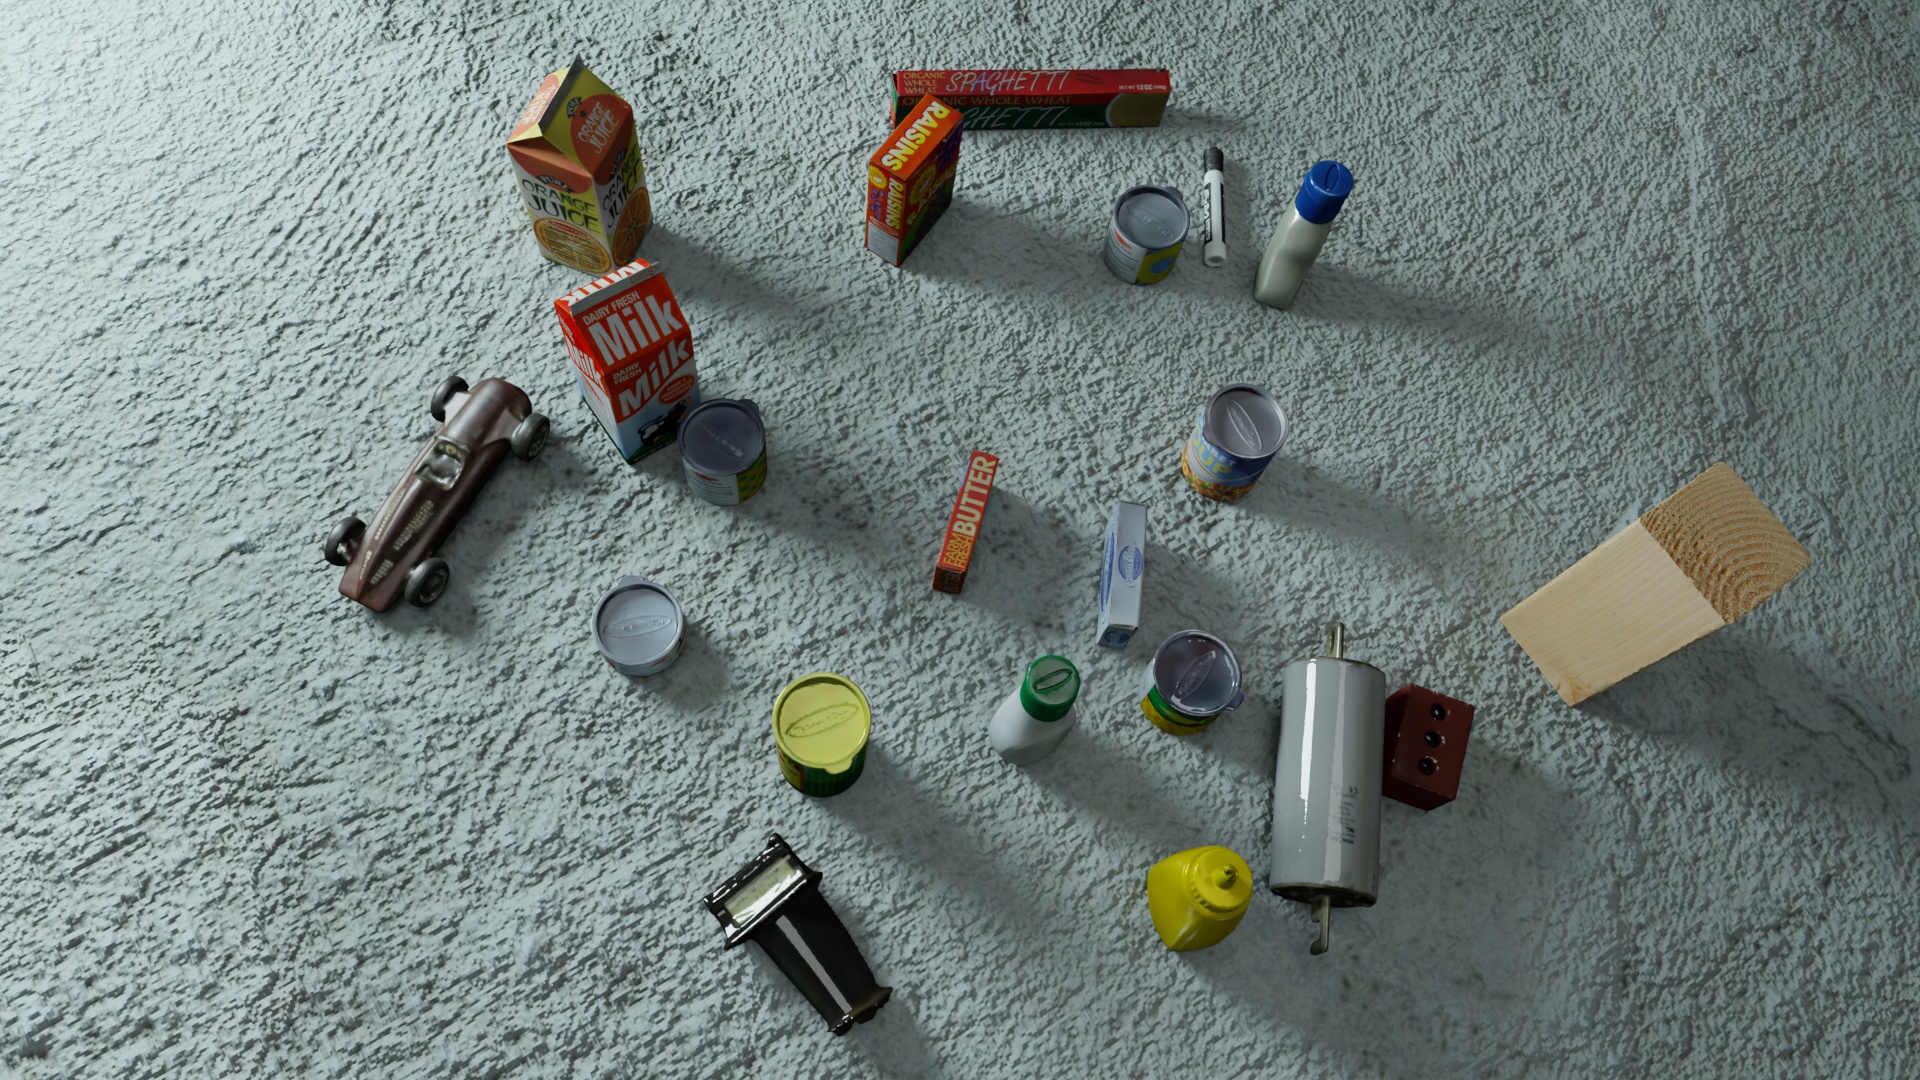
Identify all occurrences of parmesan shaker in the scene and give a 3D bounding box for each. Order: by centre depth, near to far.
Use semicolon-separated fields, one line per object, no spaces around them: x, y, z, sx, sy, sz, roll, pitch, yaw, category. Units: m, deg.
-0.096;0.141;0.973;0.071;0.102;0.071;2;67;-5;parmesan shaker

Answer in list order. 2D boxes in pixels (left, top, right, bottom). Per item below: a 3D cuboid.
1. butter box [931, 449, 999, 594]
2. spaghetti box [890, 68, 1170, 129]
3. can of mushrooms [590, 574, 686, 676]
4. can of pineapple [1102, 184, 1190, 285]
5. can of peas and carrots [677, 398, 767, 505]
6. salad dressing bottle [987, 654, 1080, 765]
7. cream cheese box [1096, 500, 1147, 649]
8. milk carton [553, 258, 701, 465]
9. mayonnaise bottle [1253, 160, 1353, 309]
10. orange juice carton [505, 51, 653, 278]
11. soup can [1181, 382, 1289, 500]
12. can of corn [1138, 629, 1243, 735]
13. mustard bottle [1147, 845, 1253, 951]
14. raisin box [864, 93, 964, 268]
0.004;-0.013;1.076;0.024;0.053;0.104;16;67;1;butter box
0.062;-0.395;1.245;0.250;0.050;0.029;-3;68;-7;spaghetti box
-0.238;0.063;1.029;0.071;0.033;0.071;2;67;-5;can of mushrooms
0.160;-0.263;1.195;0.071;0.057;0.071;2;67;-5;can of pineapple
-0.182;-0.070;1.077;0.071;0.058;0.071;2;67;-5;can of peas and carrots
0.055;0.119;0.974;0.064;0.147;0.044;-22;72;-14;salad dressing bottle
0.124;0.027;1.071;0.024;0.053;0.104;8;67;-2;cream cheese box
-0.244;-0.139;1.028;0.072;0.189;0.073;-32;74;-17;milk carton
0.285;-0.256;1.156;0.041;0.147;0.065;19;67;2;mayonnaise bottle
-0.297;-0.290;1.086;0.073;0.192;0.072;20;67;3;orange juice carton
0.215;-0.076;1.108;0.071;0.083;0.071;2;67;-5;soup can
0.172;0.109;1.039;0.071;0.058;0.071;2;67;-5;can of corn
0.164;0.235;0.929;0.049;0.159;0.065;-10;69;-10;mustard bottle
-0.040;-0.296;1.153;0.040;0.123;0.086;34;68;8;raisin box
